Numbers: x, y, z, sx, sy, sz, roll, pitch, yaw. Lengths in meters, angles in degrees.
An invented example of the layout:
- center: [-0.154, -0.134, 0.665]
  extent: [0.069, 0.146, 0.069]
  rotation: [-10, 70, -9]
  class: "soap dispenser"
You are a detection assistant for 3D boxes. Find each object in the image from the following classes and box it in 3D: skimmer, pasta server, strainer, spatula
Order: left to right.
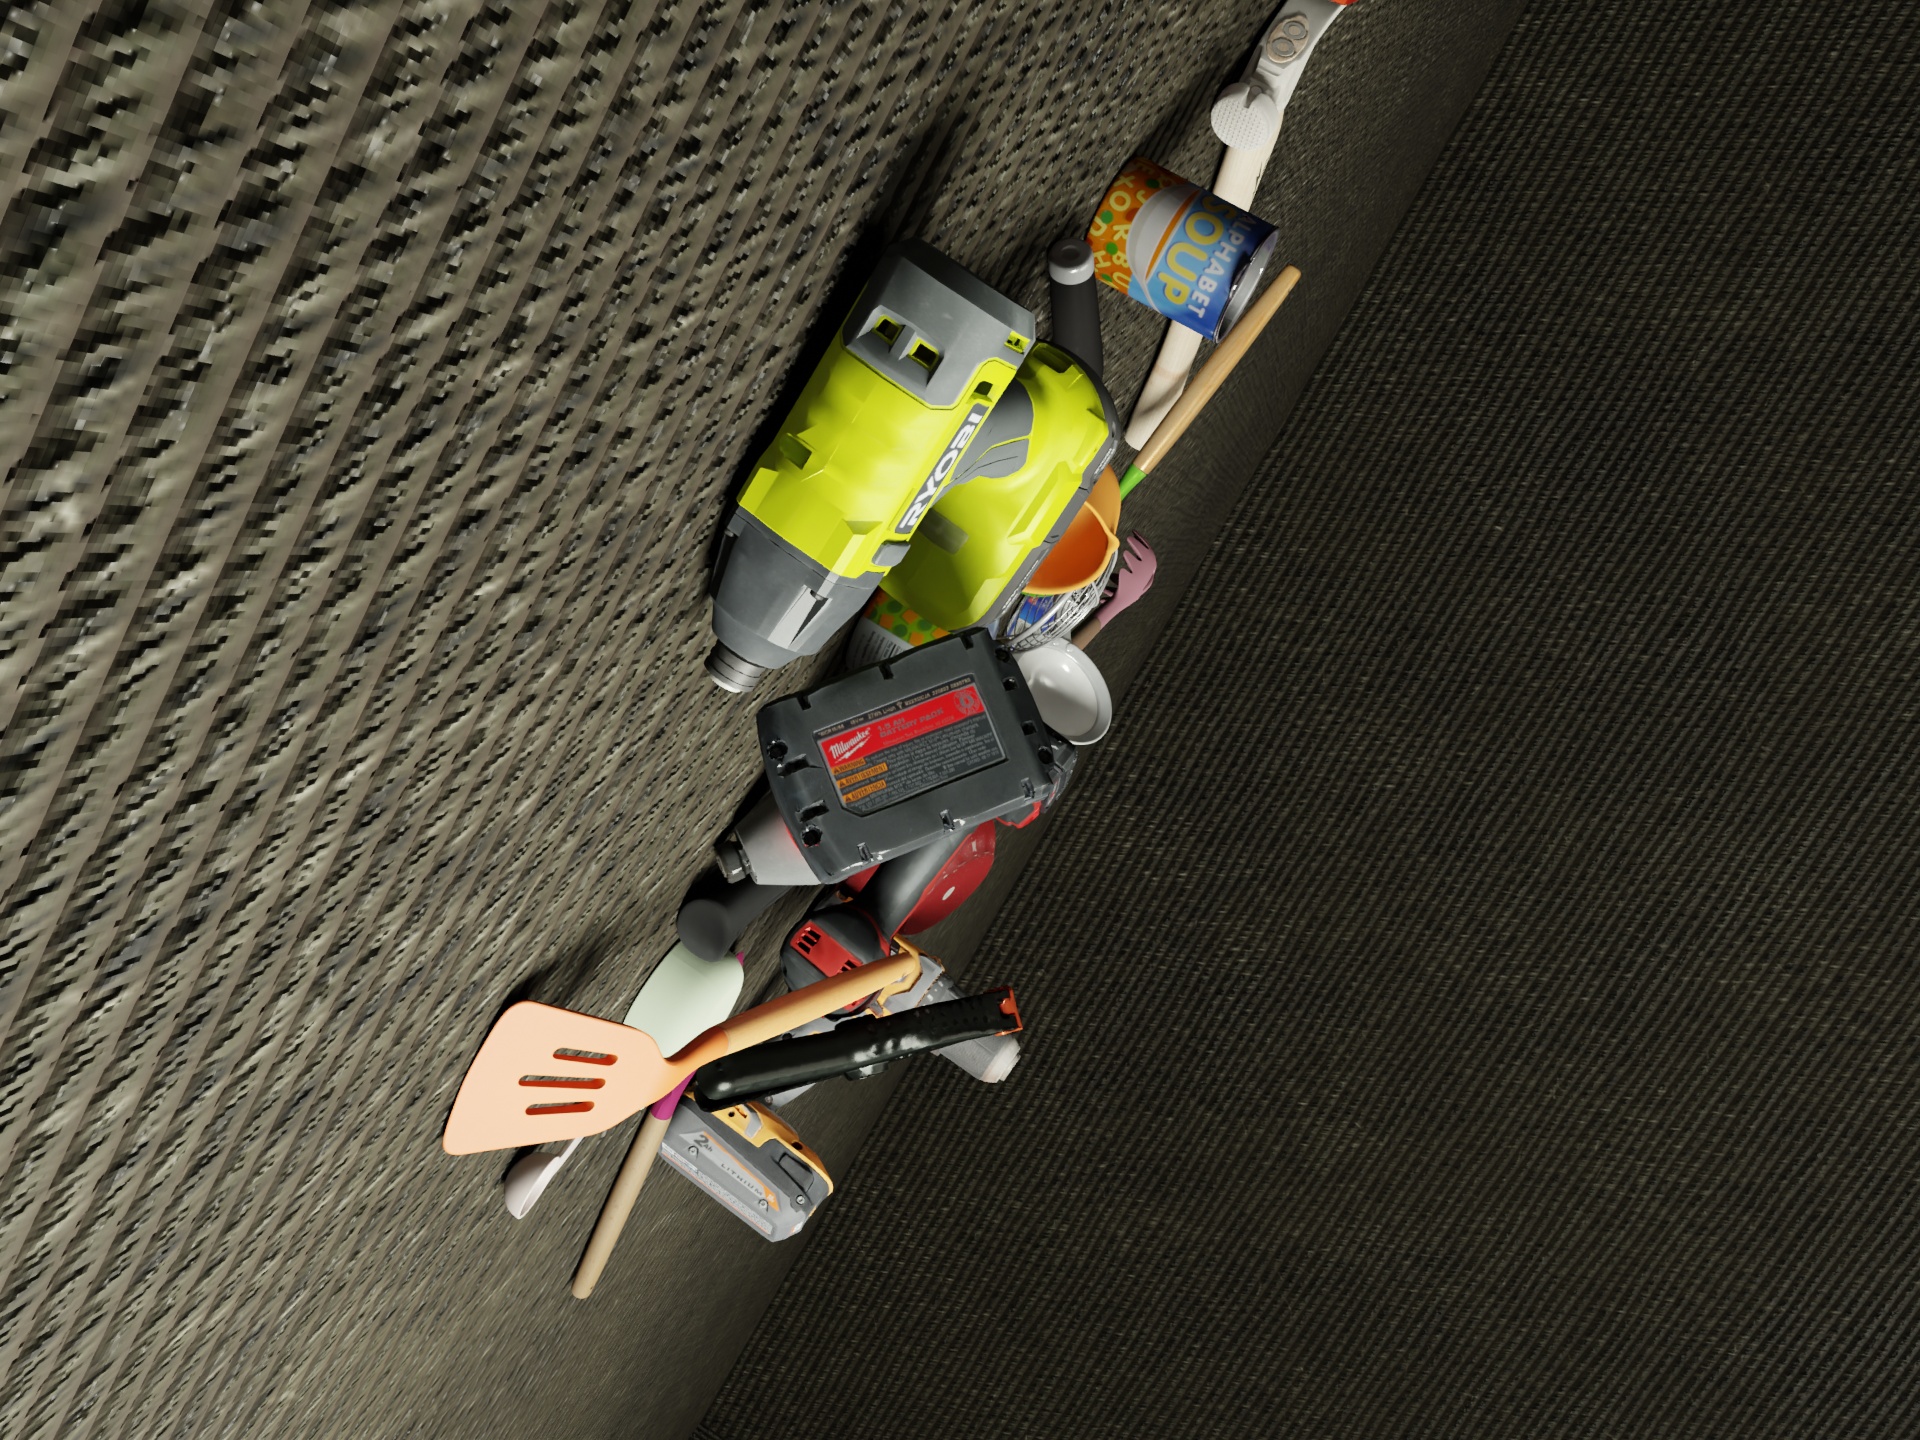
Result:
- center: [-0.111, 0.145, 0.779]
  extent: [0.322, 0.041, 0.081]
  rotation: [-8, 129, -62]
  class: "spatula"
- center: [0.043, -0.155, 0.933]
  extent: [0.363, 0.090, 0.127]
  rotation: [77, 36, -64]
  class: "skimmer"
- center: [0.074, -0.075, 1.126]
  extent: [0.050, 0.086, 0.259]
  rotation: [-34, -141, 51]
  class: "strainer"
- center: [0.090, -0.071, 1.289]
  extent: [0.316, 0.040, 0.060]
  rotation: [-44, 164, -48]
  class: "pasta server"

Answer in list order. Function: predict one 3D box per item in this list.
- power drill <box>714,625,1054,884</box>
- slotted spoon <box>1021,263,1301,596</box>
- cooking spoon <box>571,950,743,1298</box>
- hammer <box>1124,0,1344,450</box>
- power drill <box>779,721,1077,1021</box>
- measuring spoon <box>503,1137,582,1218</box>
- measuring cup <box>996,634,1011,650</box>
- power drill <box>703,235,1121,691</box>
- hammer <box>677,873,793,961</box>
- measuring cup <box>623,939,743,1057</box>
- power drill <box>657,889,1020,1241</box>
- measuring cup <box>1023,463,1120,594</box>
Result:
- center: [-0.044, 0.033, 0.748]
  extent: [0.143, 0.078, 0.219]
  rotation: [-21, 173, -14]
  class: "power drill"
- center: [0.151, -0.210, 1.197]
  extent: [0.313, 0.031, 0.070]
  rotation: [-52, 169, 15]
  class: "slotted spoon"
- center: [-0.202, 0.270, 1.029]
  extent: [0.318, 0.017, 0.069]
  rotation: [-64, 170, 28]
  class: "cooking spoon"
- center: [0.179, -0.325, 1.117]
  extent: [0.146, 0.038, 0.410]
  rotation: [-57, 172, -23]
  class: "hammer"
- center: [-0.027, 0.097, 1.016]
  extent: [0.227, 0.080, 0.187]
  rotation: [-51, 171, -11]
  class: "power drill"
- center: [-0.207, 0.215, 0.831]
  extent: [0.034, 0.018, 0.124]
  rotation: [-62, 178, 20]
  class: "measuring spoon"
- center: [-0.002, -0.004, 1.131]
  extent: [0.157, 0.029, 0.062]
  rotation: [-64, 180, -39]
  class: "measuring cup"
- center: [-0.018, -0.093, 0.641]
  extent: [0.171, 0.080, 0.223]
  rotation: [-56, 170, 15]
  class: "power drill"
- center: [-0.079, 0.061, 0.958]
  extent: [0.146, 0.035, 0.335]
  rotation: [-62, 171, 21]
  class: "hammer"
- center: [-0.159, 0.184, 0.897]
  extent: [0.083, 0.038, 0.167]
  rotation: [-52, 167, -42]
  class: "measuring cup"
- center: [-0.082, 0.255, 1.126]
  extent: [0.226, 0.185, 0.084]
  rotation: [-51, 171, -28]
  class: "power drill"
- center: [0.037, -0.143, 0.827]
  extent: [0.173, 0.095, 0.052]
  rotation: [77, 24, -48]
  class: "measuring cup"
